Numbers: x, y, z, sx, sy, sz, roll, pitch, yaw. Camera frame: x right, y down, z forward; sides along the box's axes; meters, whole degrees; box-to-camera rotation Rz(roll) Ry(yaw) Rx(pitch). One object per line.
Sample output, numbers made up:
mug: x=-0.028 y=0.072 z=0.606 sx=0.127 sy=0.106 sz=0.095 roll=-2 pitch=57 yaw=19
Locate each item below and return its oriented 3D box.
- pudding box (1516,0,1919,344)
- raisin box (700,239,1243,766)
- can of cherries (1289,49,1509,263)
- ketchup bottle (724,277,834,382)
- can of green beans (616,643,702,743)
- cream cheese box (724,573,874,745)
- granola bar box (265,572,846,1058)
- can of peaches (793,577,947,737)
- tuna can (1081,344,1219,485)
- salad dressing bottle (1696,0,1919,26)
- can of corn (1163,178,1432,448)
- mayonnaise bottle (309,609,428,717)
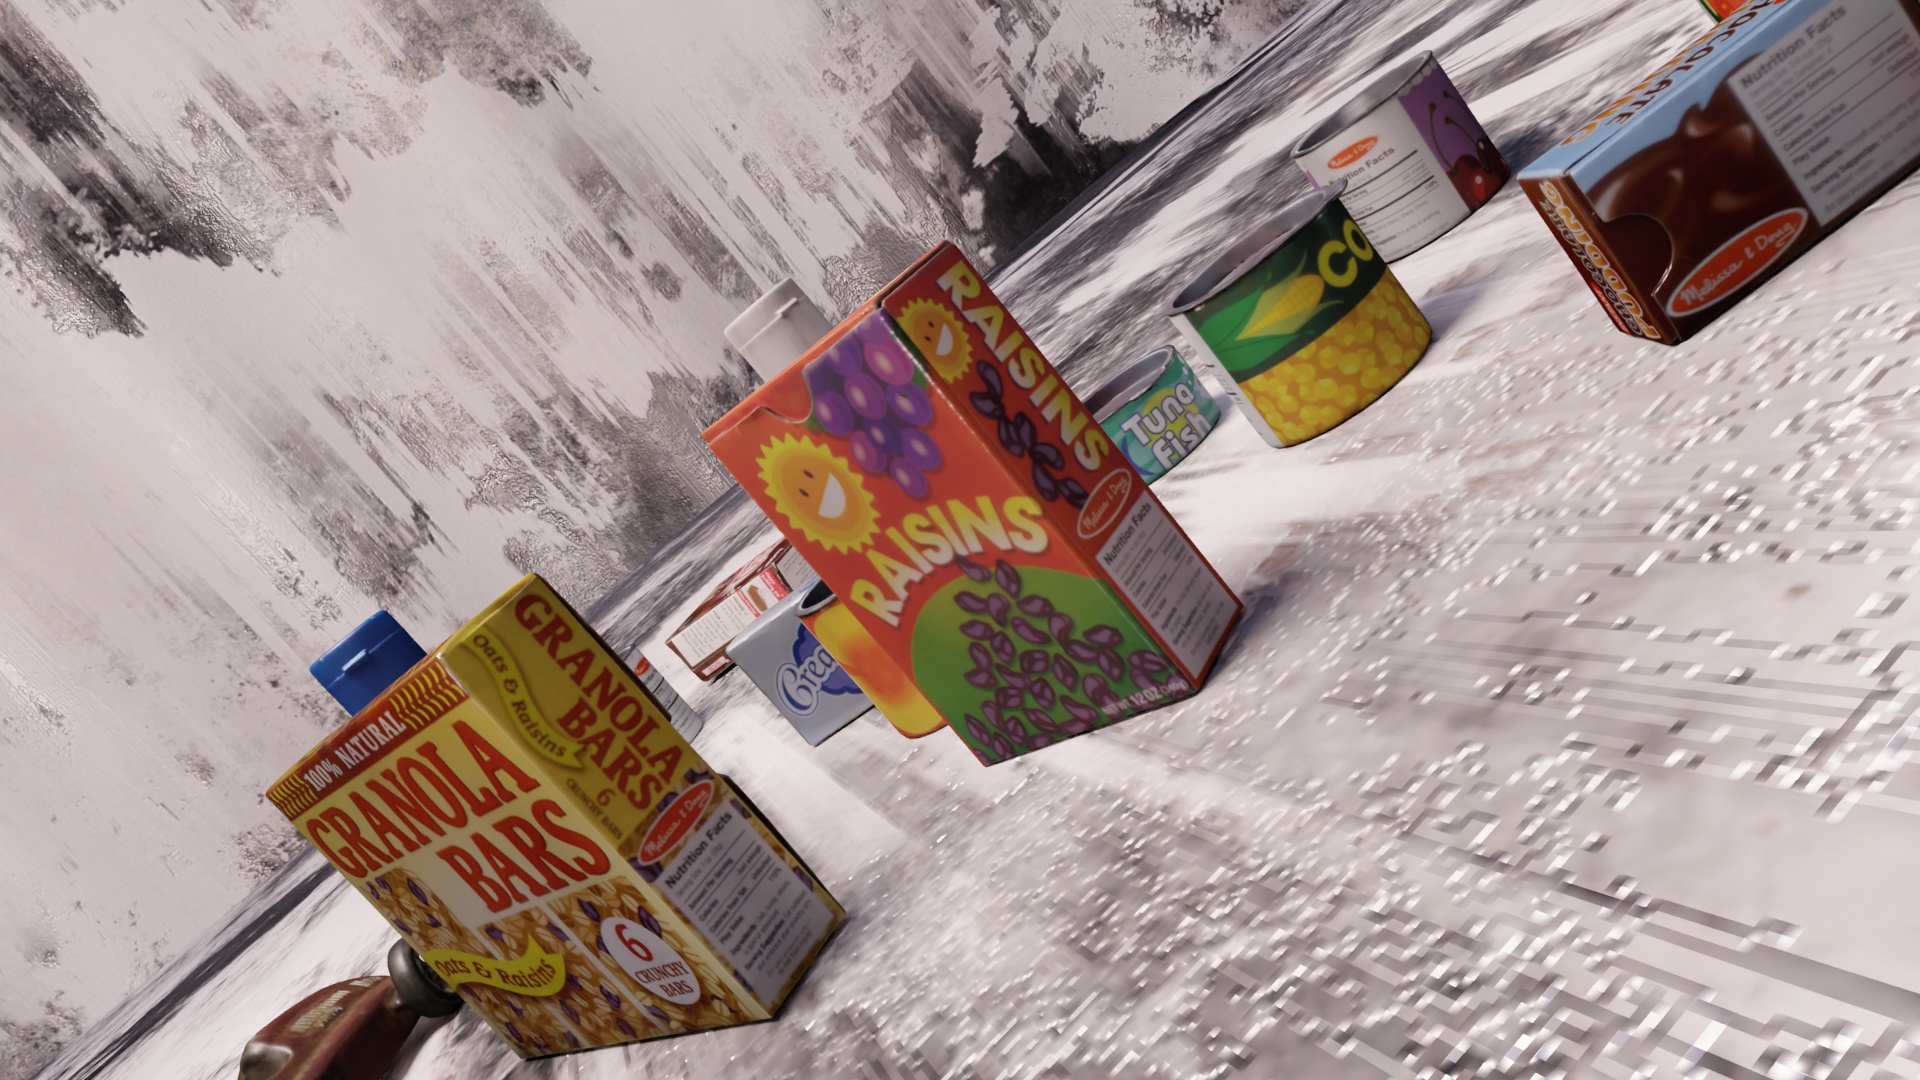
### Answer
pudding box: x=0.179 y=-0.090 z=0.319 sx=0.083 sy=0.049 sz=0.030 roll=-38 pitch=10 yaw=7
raisin box: x=0.001 y=-0.005 z=0.367 sx=0.086 sy=0.123 sz=0.040 roll=-28 pitch=15 yaw=47
can of cherries: x=0.179 y=-0.156 z=0.565 sx=0.071 sy=0.058 sz=0.071 roll=-38 pitch=10 yaw=8
ketchup bottle: x=-0.037 y=-0.042 z=0.583 sx=0.065 sy=0.148 sz=0.043 roll=-46 pitch=12 yaw=-30
can of green beans: x=-0.181 y=0.098 z=0.744 sx=0.071 sy=0.057 sz=0.071 roll=-38 pitch=10 yaw=8
cream cheese box: x=-0.035 y=0.031 z=0.534 sx=0.103 sy=0.053 sz=0.024 roll=-36 pitch=11 yaw=19
granola bar box: x=-0.125 y=0.089 z=0.406 sx=0.165 sy=0.124 sz=0.039 roll=-29 pitch=15 yaw=46
can of peaches: x=-0.012 y=0.024 z=0.473 sx=0.071 sy=0.058 sz=0.071 roll=-38 pitch=10 yaw=8
tuna can: x=0.069 y=-0.046 z=0.553 sx=0.071 sy=0.033 sz=0.071 roll=-38 pitch=11 yaw=8
salad dressing bottle: x=0.219 y=-0.206 z=0.397 sx=0.044 sy=0.147 sz=0.064 roll=-42 pitch=10 yaw=-14
can of corn: x=0.112 y=-0.074 z=0.454 sx=0.071 sy=0.058 sz=0.071 roll=-38 pitch=10 yaw=8
mayonnaise bottle: x=-0.192 y=0.093 z=0.553 sx=0.065 sy=0.148 sz=0.041 roll=-41 pitch=10 yaw=-10
